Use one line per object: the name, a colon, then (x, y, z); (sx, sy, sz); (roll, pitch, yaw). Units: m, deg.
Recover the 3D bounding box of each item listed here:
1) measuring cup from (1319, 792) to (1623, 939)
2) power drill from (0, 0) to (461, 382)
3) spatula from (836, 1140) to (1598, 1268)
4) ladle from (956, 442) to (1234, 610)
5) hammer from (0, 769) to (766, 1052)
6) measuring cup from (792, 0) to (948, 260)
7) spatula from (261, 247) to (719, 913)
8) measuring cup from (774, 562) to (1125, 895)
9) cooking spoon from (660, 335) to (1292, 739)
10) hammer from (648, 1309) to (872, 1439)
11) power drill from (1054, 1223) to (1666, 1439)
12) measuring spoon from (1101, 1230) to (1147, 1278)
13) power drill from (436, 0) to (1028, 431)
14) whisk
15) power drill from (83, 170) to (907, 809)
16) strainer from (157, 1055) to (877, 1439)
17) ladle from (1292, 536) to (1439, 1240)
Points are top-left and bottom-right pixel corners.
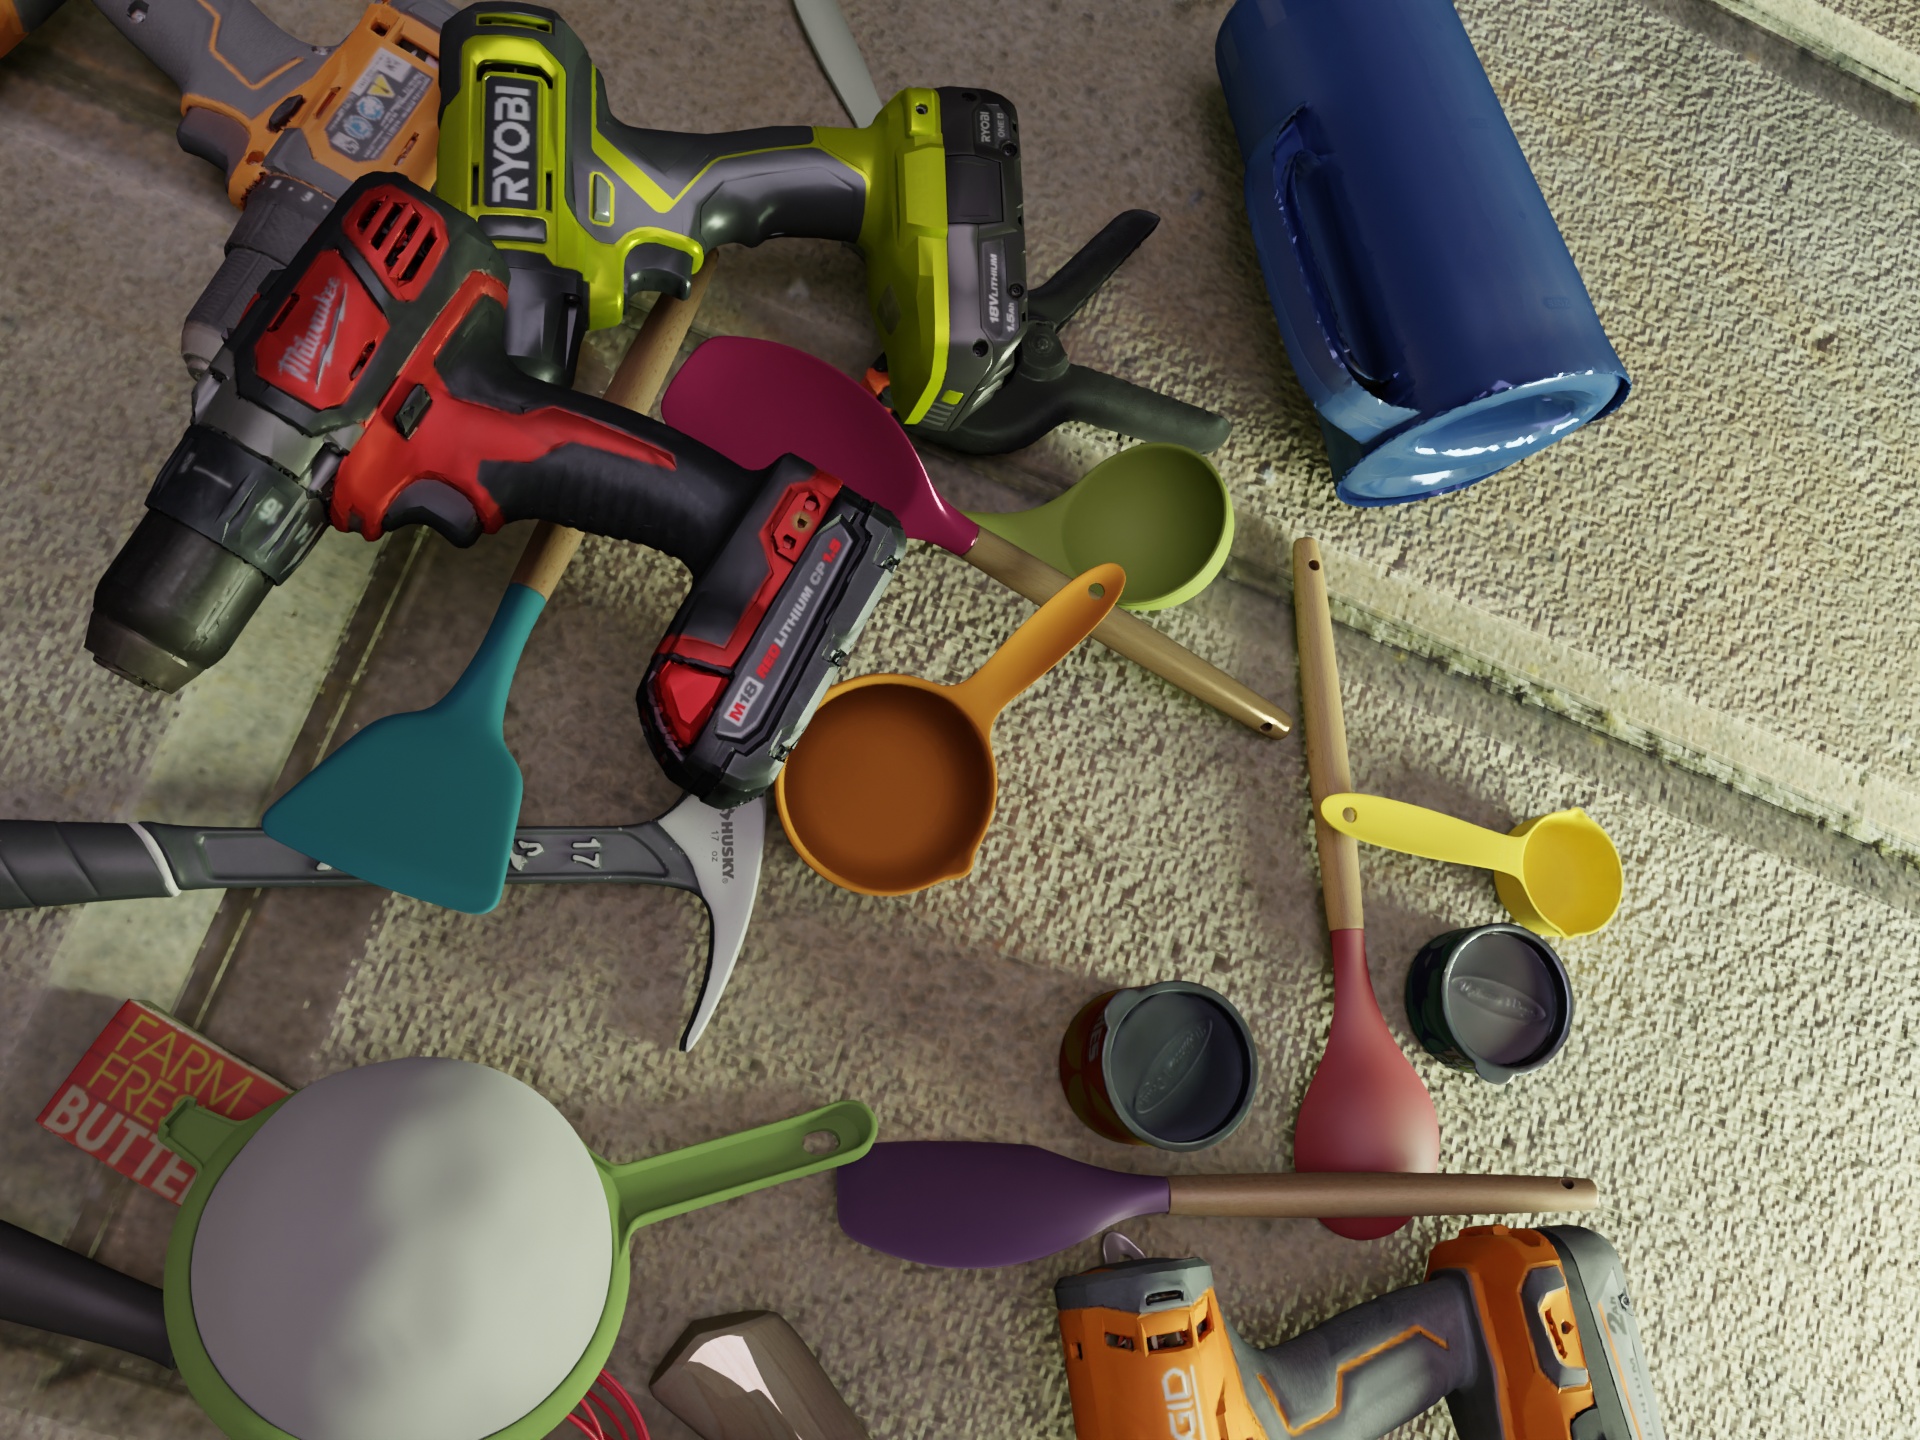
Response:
measuring cup: (0.227, 0.059, 0.722); (0.156, 0.029, 0.062); (15, 74, -13)
power drill: (-0.319, -0.246, 0.624); (0.226, 0.084, 0.185); (29, 72, -12)
spatula: (0.108, 0.193, 0.641); (0.316, 0.018, 0.060); (2, 37, -8)
ladle: (-0.040, -0.092, 0.675); (0.320, 0.062, 0.078); (4, 69, -11)
hammer: (-0.276, 0.056, 0.589); (0.408, 0.036, 0.149); (0, 79, -15)
measuring cup: (-0.036, -0.281, 0.726); (0.083, 0.038, 0.167); (-26, 87, -19)
spatula: (-0.155, -0.074, 0.617); (0.082, 0.044, 0.318); (22, 65, -6)
measuring cup: (-0.001, -0.002, 0.652); (0.173, 0.052, 0.095); (-43, 92, -9)
cooking spoon: (0.022, -0.062, 0.652); (0.318, 0.068, 0.017); (28, 31, -27)
hammer: (0.038, 0.381, 0.597); (0.410, 0.038, 0.146); (43, 72, -2)
power drill: (0.155, 0.284, 0.614); (0.226, 0.084, 0.164); (-2, 70, -17)
measuring spoon: (0.090, 0.266, 0.651); (0.034, 0.018, 0.124); (-24, 78, -26)
power drill: (-0.092, -0.184, 0.632); (0.223, 0.080, 0.171); (0, 79, -14)
whisk: (-0.247, 0.218, 0.550); (0.296, 0.073, 0.073); (20, 73, -3)
power drill: (-0.154, -0.053, 0.537); (0.226, 0.080, 0.188); (31, 78, -9)
strainer: (-0.134, 0.160, 0.552); (0.256, 0.069, 0.152); (-7, 51, -33)
ladle: (0.170, 0.068, 0.710); (0.069, 0.031, 0.315); (1, 76, -15)
